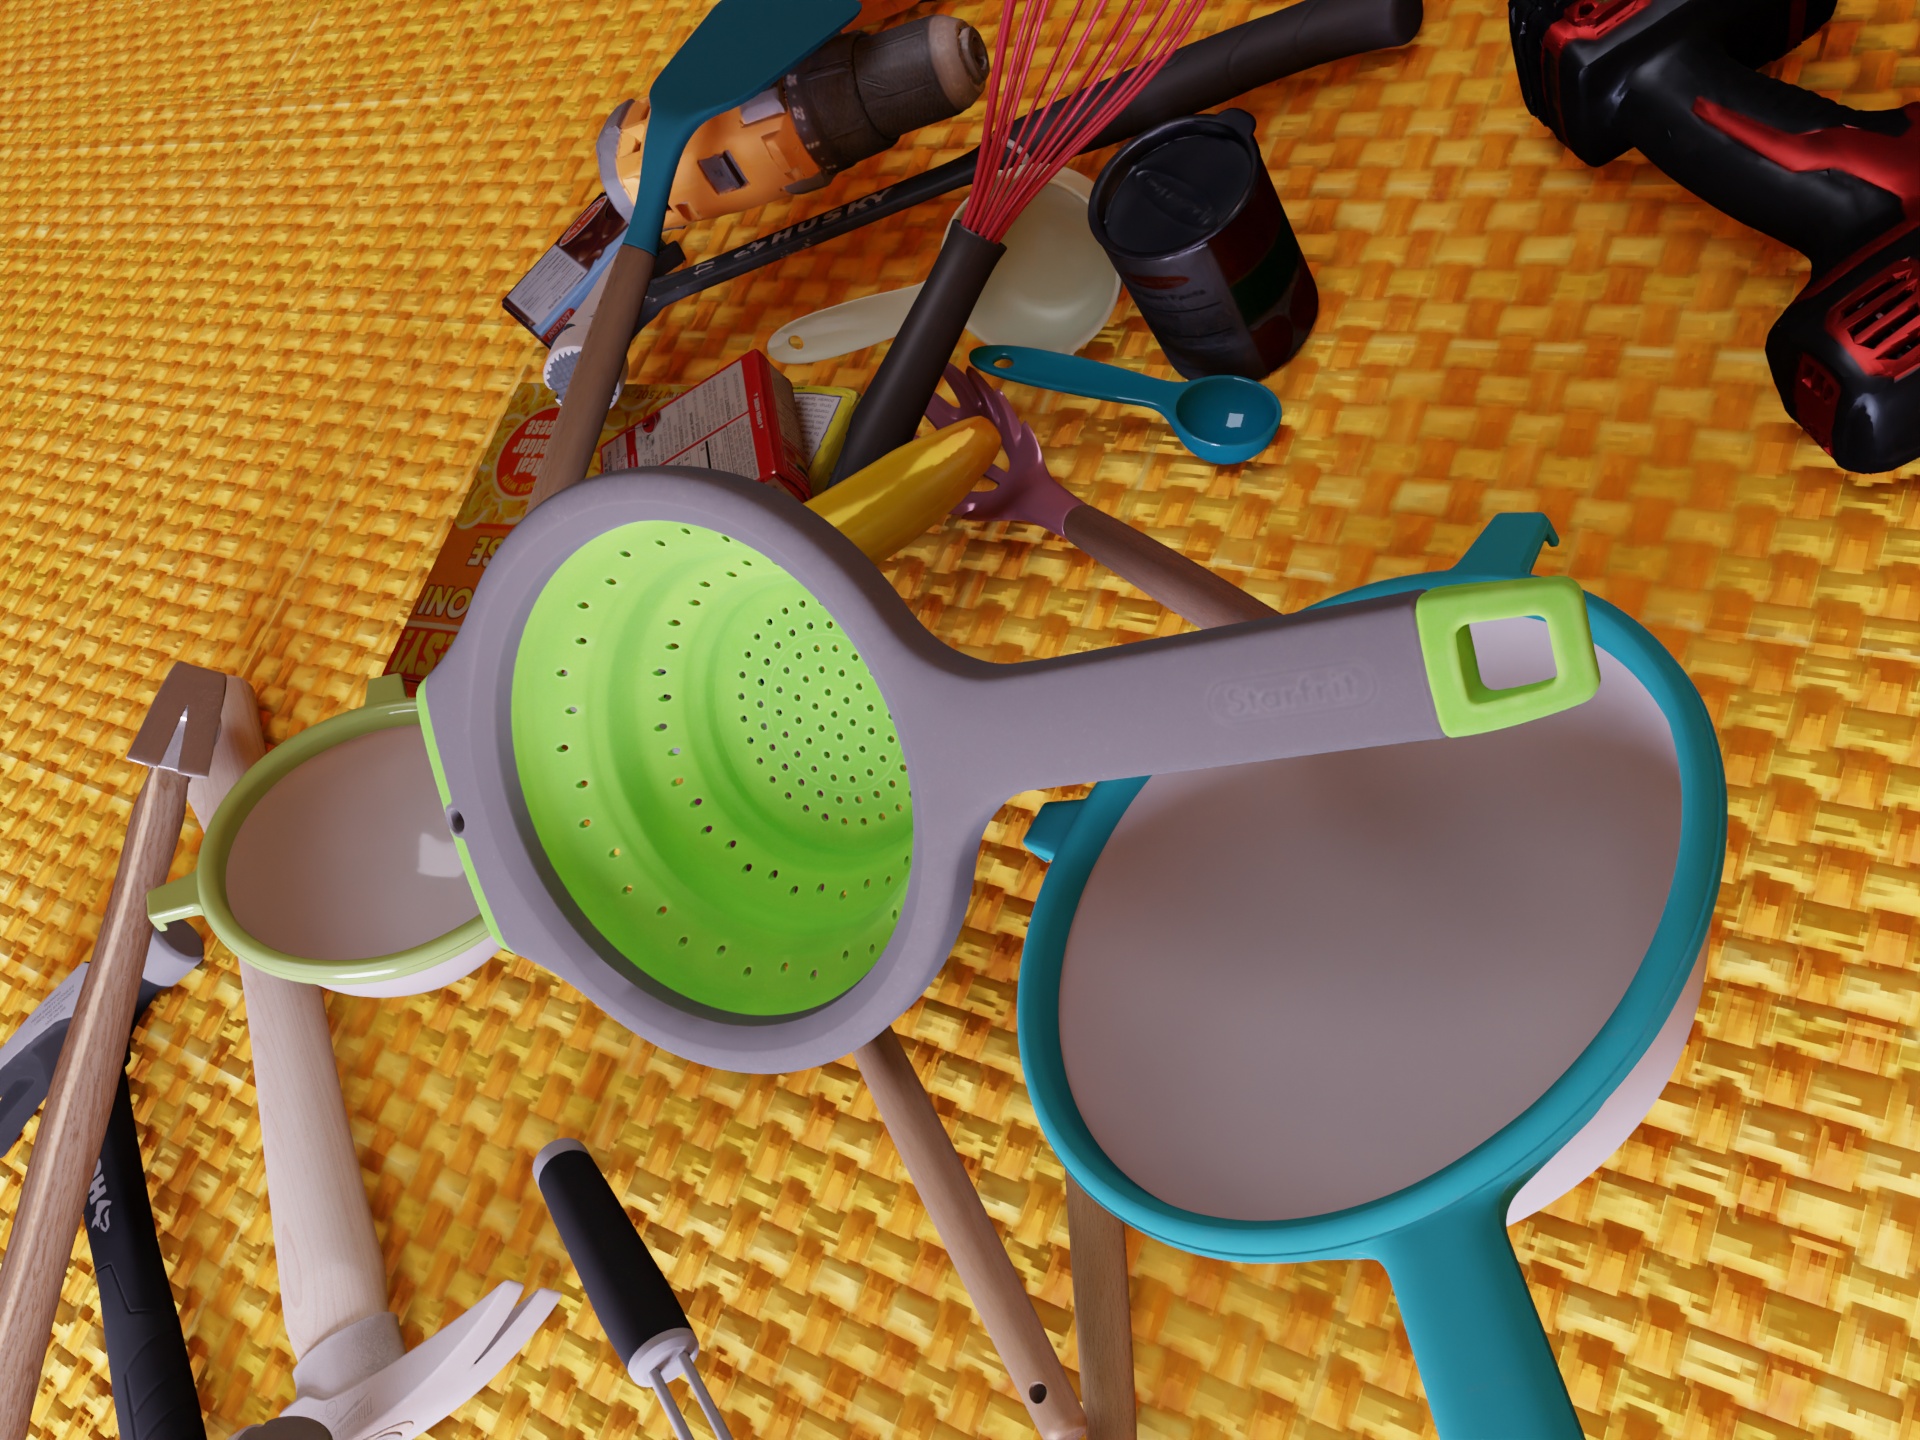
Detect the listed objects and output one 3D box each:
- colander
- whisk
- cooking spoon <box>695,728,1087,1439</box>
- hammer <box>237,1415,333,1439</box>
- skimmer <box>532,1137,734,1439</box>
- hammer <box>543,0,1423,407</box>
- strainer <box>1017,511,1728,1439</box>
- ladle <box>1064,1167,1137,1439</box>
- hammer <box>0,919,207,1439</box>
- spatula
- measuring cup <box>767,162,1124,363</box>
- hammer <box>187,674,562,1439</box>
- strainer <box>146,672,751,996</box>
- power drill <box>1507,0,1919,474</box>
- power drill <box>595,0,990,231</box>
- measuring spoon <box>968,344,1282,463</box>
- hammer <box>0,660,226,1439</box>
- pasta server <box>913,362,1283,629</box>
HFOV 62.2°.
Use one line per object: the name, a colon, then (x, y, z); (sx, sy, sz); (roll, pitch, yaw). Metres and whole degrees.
colander: (-0.001, -0.002, 0.507); (0.397, 0.094, 0.204); (-9, 100, 33)
whisk: (0.017, -0.202, 0.603); (0.073, 0.073, 0.295); (45, 115, 37)
cooking spoon: (-0.034, 0.109, 0.566); (0.069, 0.017, 0.319); (-37, 48, 4)
hammer: (-0.094, 0.336, 0.455); (0.359, 0.036, 0.149); (11, 100, 30)
skimmer: (-0.068, 0.199, 0.453); (0.127, 0.090, 0.364); (-17, 26, -25)
hammer: (0.004, -0.249, 0.717); (0.409, 0.036, 0.149); (-16, 38, 17)
strainer: (0.129, 0.108, 0.405); (0.211, 0.095, 0.341); (-34, 35, 22)
ladle: (0.043, 0.196, 0.486); (0.069, 0.031, 0.316); (-20, 55, 28)
hammer: (-0.357, 0.246, 0.679); (0.146, 0.035, 0.335); (-40, 53, 5)
spatula: (-0.134, -0.166, 0.663); (0.082, 0.044, 0.317); (20, 90, 32)
measuring cup: (-0.007, -0.186, 0.682); (0.167, 0.083, 0.038); (-10, 28, 26)
hammer: (-0.293, 0.122, 0.707); (0.146, 0.038, 0.411); (-36, 53, 7)
strainer: (-0.187, 0.080, 0.659); (0.256, 0.069, 0.151); (19, 49, 17)
power drill: (0.309, -0.205, 0.514); (0.188, 0.080, 0.227); (-33, 57, 11)
power drill: (-0.062, -0.333, 0.758); (0.185, 0.084, 0.226); (-9, 49, 26)
measuring spoon: (0.062, -0.124, 0.625); (0.129, 0.021, 0.042); (17, 53, 19)
hammer: (-0.366, 0.133, 0.677); (0.130, 0.031, 0.331); (-25, 54, 60)
pasta server: (0.049, -0.065, 0.558); (0.060, 0.040, 0.316); (-57, 33, 7)
